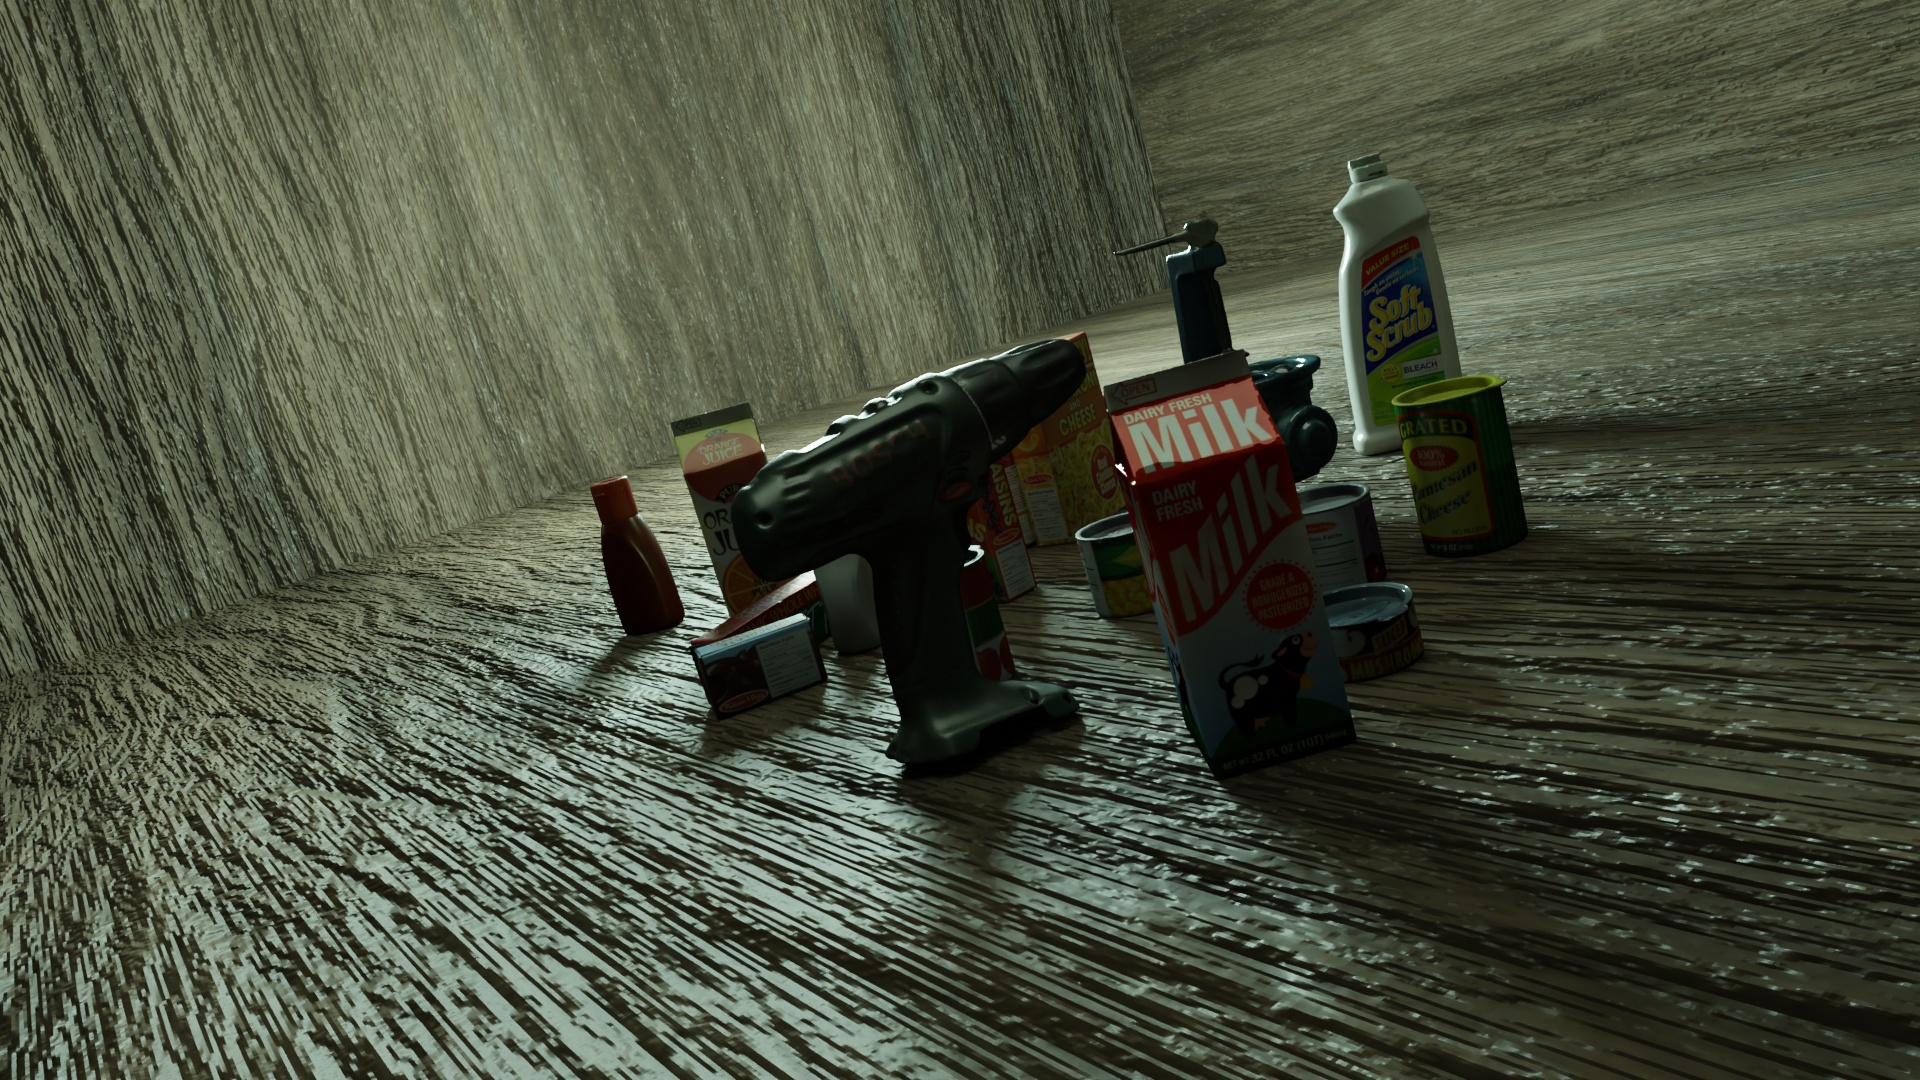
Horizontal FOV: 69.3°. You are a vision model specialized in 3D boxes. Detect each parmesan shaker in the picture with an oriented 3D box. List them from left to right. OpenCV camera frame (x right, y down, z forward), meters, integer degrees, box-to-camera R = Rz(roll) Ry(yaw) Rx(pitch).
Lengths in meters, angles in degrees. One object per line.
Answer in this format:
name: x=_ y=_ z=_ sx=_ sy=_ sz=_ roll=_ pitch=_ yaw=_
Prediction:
parmesan shaker: x=0.323 y=-0.048 z=0.889 sx=0.071 sy=0.103 sz=0.071 roll=-15 pitch=11 yaw=3

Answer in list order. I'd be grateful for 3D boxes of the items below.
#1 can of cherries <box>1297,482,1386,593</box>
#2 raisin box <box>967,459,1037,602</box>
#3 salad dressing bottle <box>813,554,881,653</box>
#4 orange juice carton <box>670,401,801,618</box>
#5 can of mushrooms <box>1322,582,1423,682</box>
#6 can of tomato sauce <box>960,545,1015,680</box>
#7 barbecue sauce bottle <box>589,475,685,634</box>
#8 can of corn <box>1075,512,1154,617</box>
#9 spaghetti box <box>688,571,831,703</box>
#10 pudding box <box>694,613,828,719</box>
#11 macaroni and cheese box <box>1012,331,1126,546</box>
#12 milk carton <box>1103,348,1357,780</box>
can of cherries: x=0.236 y=-0.001 z=0.892 sx=0.071 sy=0.058 sz=0.071 roll=-15 pitch=11 yaw=3
raisin box: x=0.004 y=-0.014 z=1.097 sx=0.040 sy=0.123 sz=0.086 roll=-25 pitch=14 yaw=-38
salad dressing bottle: x=-0.092 y=0.010 z=1.051 sx=0.044 sy=0.147 sz=0.064 roll=-13 pitch=11 yaw=13
orange juice carton: x=-0.191 y=-0.021 z=1.216 sx=0.072 sy=0.192 sz=0.073 roll=-17 pitch=11 yaw=-7
can of mushrooms: x=0.214 y=0.049 z=0.747 sx=0.071 sy=0.033 sz=0.071 roll=-15 pitch=12 yaw=3
can of tomato sauce: x=-0.005 y=0.054 z=0.894 sx=0.071 sy=0.083 sz=0.071 roll=-15 pitch=11 yaw=3
barbecue sauce bottle: x=-0.313 y=0.013 z=1.323 sx=0.065 sy=0.148 sz=0.044 roll=-10 pitch=13 yaw=28
can of corn: x=0.122 y=0.015 z=0.969 sx=0.071 sy=0.058 sz=0.071 roll=-15 pitch=11 yaw=3
spaghetti box: x=-0.127 y=0.059 z=1.110 sx=0.028 sy=0.050 sz=0.251 roll=-9 pitch=13 yaw=29
pudding box: x=-0.143 y=0.089 z=0.991 sx=0.084 sy=0.049 sz=0.030 roll=-19 pitch=12 yaw=-18
macaroni and cheese box: x=0.092 y=-0.093 z=1.246 sx=0.040 sy=0.166 sz=0.124 roll=-8 pitch=14 yaw=35
milk carton: x=0.126 y=0.008 z=0.669 sx=0.072 sy=0.190 sz=0.073 roll=-16 pitch=11 yaw=1
